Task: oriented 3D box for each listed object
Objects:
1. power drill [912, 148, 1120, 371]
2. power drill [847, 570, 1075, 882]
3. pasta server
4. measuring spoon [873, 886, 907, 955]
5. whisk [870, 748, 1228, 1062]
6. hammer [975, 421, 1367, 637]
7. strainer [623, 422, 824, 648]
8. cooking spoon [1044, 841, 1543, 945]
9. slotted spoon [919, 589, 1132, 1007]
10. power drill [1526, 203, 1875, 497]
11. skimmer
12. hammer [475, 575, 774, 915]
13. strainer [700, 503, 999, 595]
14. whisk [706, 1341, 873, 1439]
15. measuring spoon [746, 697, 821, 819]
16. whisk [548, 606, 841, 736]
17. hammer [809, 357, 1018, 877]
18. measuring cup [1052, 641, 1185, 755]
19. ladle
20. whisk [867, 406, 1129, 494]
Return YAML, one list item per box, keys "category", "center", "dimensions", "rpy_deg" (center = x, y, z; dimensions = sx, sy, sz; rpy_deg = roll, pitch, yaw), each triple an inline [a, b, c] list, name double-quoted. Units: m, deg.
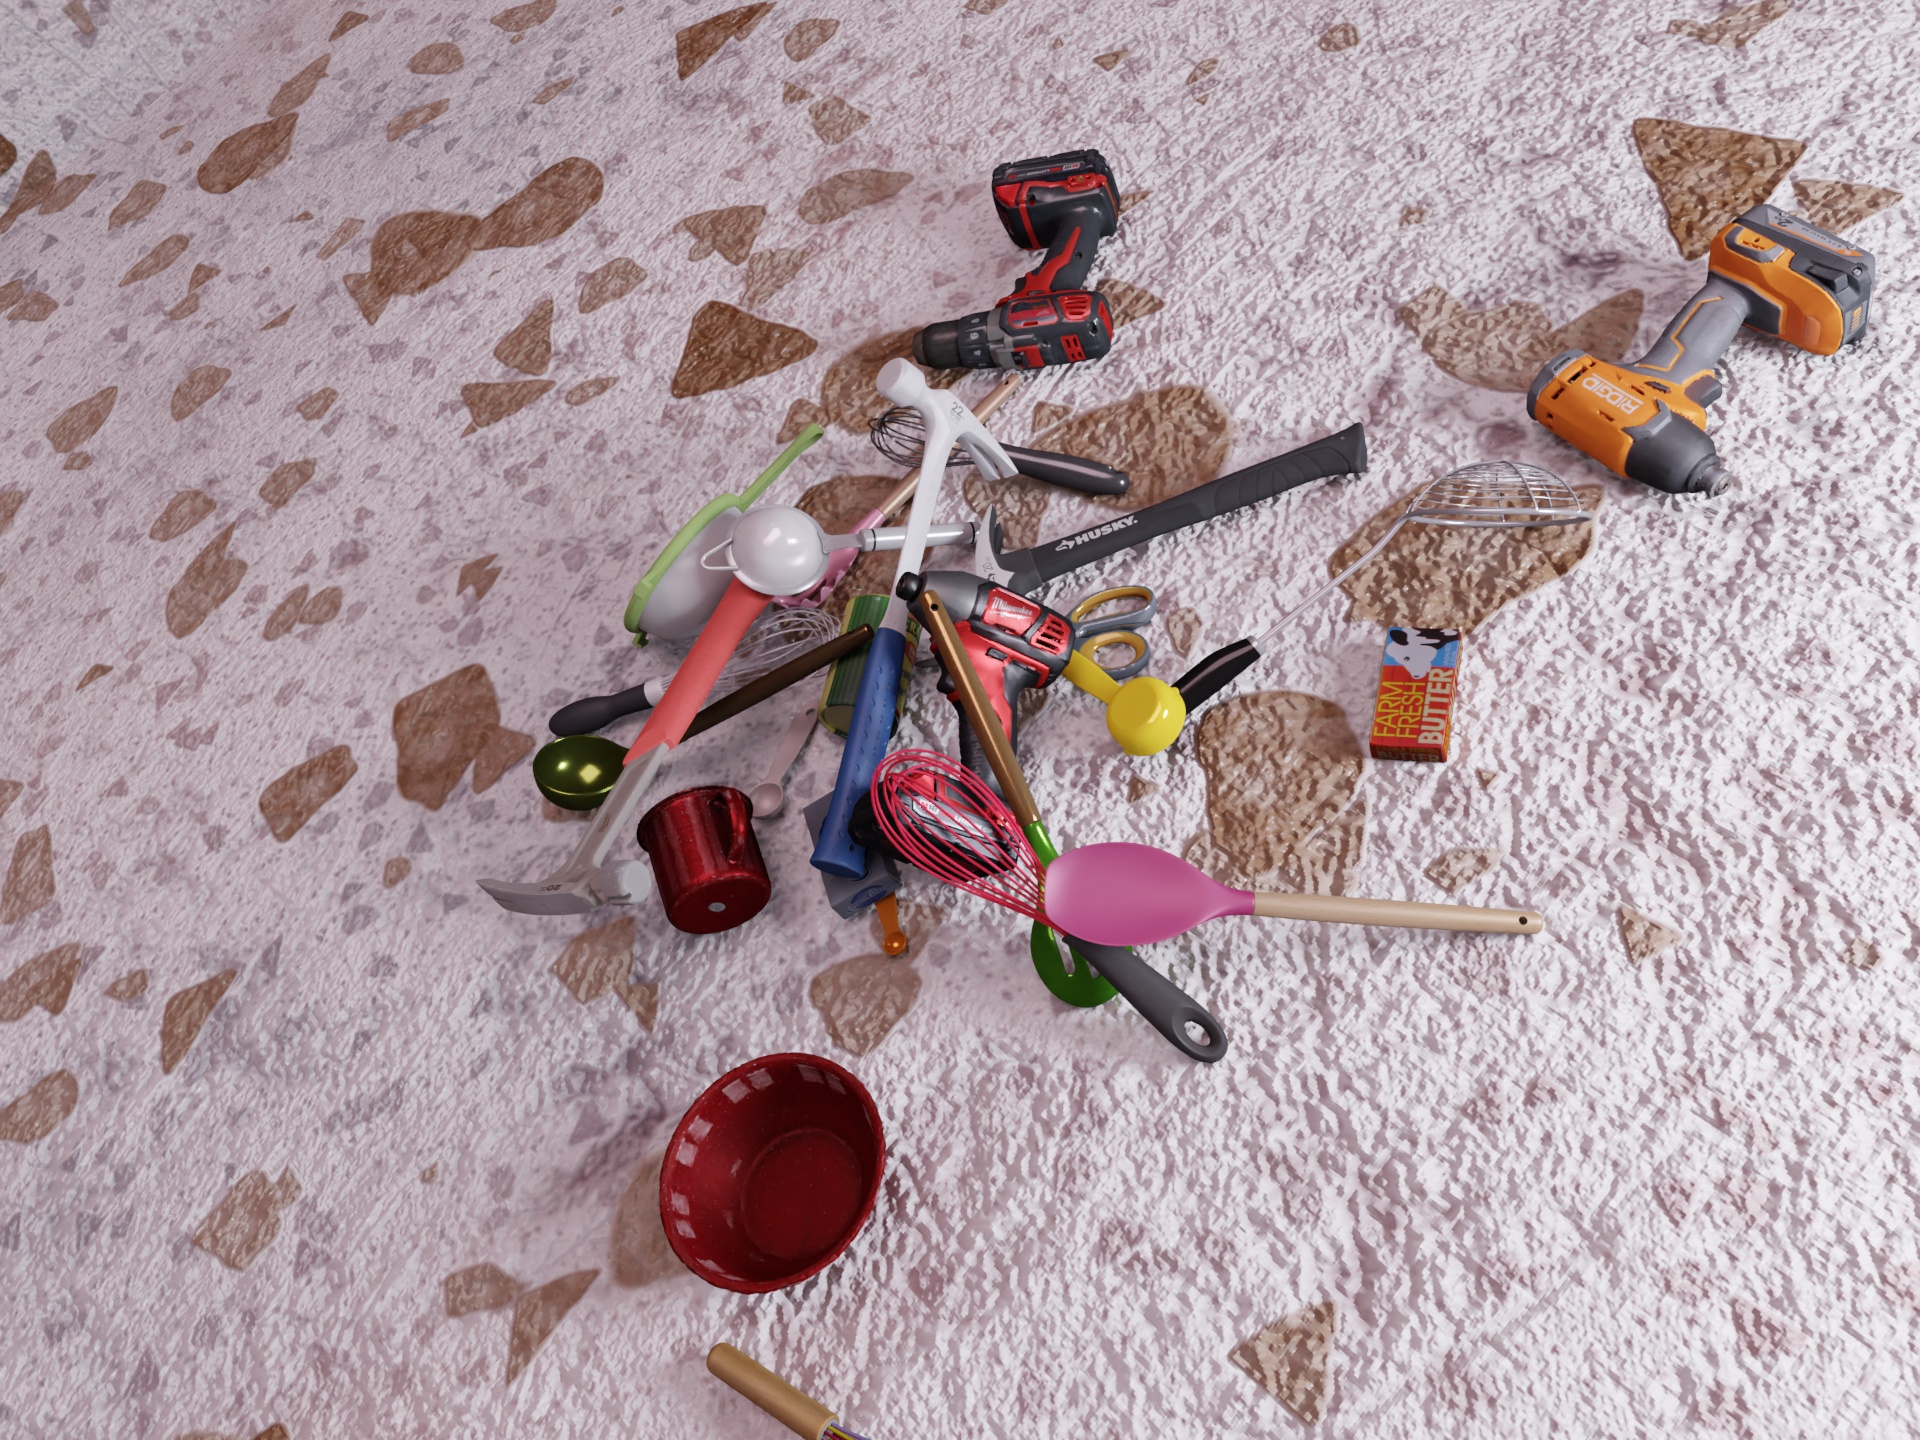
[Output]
- category: "power drill"
  center: [0.057, -0.420, 1.494]
  dimensions: [0.188, 0.080, 0.227]
  rpy_deg: [-3, 59, 21]
- category: "power drill"
  center: [-0.002, -0.004, 1.168]
  dimensions: [0.078, 0.143, 0.220]
  rpy_deg: [-25, 46, 58]
- category: "pasta server"
  center: [-0.055, -0.206, 1.410]
  dimensions: [0.060, 0.040, 0.316]
  rpy_deg: [36, 74, 26]
- category: "measuring spoon"
  center: [-0.056, 0.129, 1.196]
  dimensions: [0.021, 0.011, 0.117]
  rpy_deg: [-27, 47, 12]
- category: "whisk"
  center: [0.059, 0.124, 1.048]
  dimensions: [0.296, 0.073, 0.073]
  rpy_deg: [40, 75, 4]
- category: "hammer"
  center: [0.170, -0.170, 1.289]
  dimensions: [0.335, 0.035, 0.146]
  rpy_deg: [-20, 44, 5]
- category: "strainer"
  center: [-0.187, -0.157, 1.394]
  dimensions: [0.069, 0.151, 0.256]
  rpy_deg: [40, 70, 1]
- category: "cooking spoon"
  center: [0.212, 0.120, 1.019]
  dimensions: [0.319, 0.017, 0.069]
  rpy_deg: [4, 69, 1]
- category: "slotted spoon"
  center: [0.037, 0.050, 1.106]
  dimensions: [0.070, 0.031, 0.314]
  rpy_deg: [-22, 79, -9]
- category: "power drill"
  center: [0.561, -0.264, 1.177]
  dimensions: [0.226, 0.084, 0.164]
  rpy_deg: [-39, 52, -2]
- category: "skimmer"
  center: [0.283, -0.070, 1.163]
  dimensions: [0.363, 0.127, 0.090]
  rpy_deg: [-38, 87, 8]
- category: "hammer"
  center: [-0.232, 0.000, 1.232]
  dimensions: [0.149, 0.036, 0.359]
  rpy_deg: [-5, 44, 33]
- category: "strainer"
  center: [-0.085, -0.151, 1.316]
  dimensions: [0.258, 0.050, 0.087]
  rpy_deg: [-7, 67, -23]
- category: "whisk"
  center: [-0.063, 0.438, 0.960]
  dimensions: [0.245, 0.047, 0.051]
  rpy_deg: [18, 66, 35]
- category: "measuring spoon"
  center: [-0.139, 0.033, 1.295]
  dimensions: [0.034, 0.018, 0.124]
  rpy_deg: [5, 52, 27]
- category: "whisk"
  center: [-0.229, -0.033, 1.351]
  dimensions: [0.284, 0.070, 0.070]
  rpy_deg: [-18, 52, 16]
- category: "hammer"
  center: [-0.046, -0.074, 1.232]
  dimensions: [0.035, 0.144, 0.406]
  rpy_deg: [-8, 62, 44]
- category: "measuring cup"
  center: [0.105, -0.027, 1.194]
  dimensions: [0.062, 0.029, 0.157]
  rpy_deg: [-52, 47, 1]
- category: "ladle"
  center: [-0.211, -0.010, 1.284]
  dimensions: [0.320, 0.062, 0.078]
  rpy_deg: [-27, 34, 19]
- category: "whisk"
  center: [0.031, -0.229, 1.368]
  dimensions: [0.239, 0.055, 0.055]
  rpy_deg: [16, 63, 16]
